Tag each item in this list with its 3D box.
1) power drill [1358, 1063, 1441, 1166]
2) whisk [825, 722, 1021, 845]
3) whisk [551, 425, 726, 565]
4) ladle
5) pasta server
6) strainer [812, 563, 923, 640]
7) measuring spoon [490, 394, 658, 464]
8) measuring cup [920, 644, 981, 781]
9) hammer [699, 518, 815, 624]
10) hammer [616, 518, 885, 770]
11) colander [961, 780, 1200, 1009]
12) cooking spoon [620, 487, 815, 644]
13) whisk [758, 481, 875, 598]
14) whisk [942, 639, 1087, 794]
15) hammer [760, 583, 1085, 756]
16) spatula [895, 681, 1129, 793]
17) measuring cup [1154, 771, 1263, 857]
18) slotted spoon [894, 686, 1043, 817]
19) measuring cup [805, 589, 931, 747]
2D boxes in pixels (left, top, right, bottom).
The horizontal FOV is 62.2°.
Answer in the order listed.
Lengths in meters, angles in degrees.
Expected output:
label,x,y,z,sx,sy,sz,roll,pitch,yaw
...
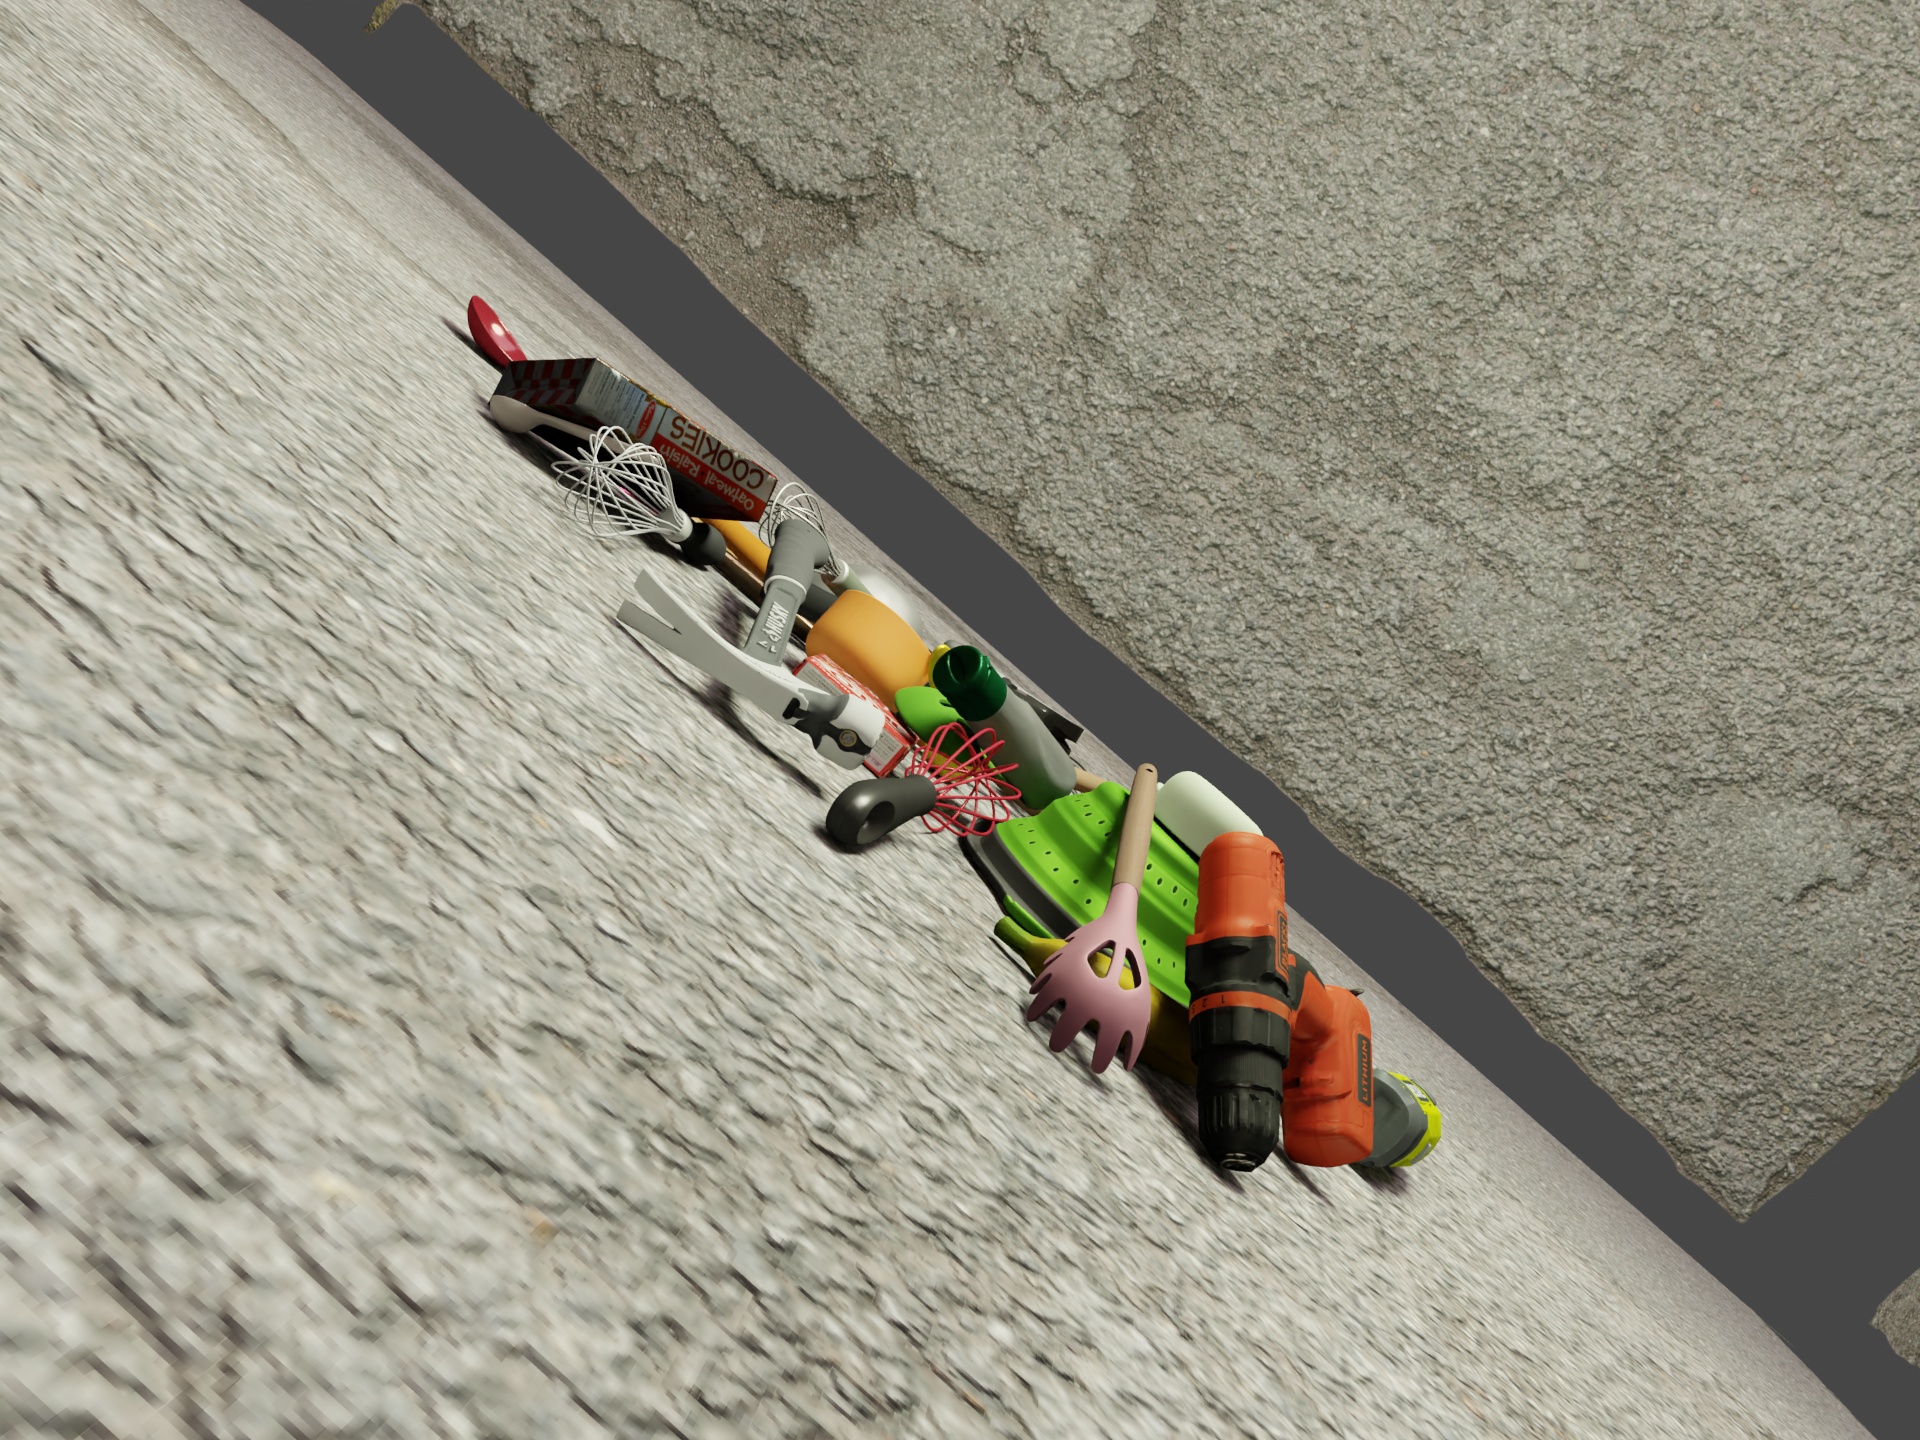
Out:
label,x,y,z,sx,sy,sz,roll,pitch,yaw
power drill,0.263,0.236,1.183,0.229,0.080,0.190,47,8,27
whisk,-0.019,0.041,0.894,0.073,0.073,0.296,42,11,9
whisk,-0.204,-0.140,1.077,0.070,0.070,0.284,42,1,7
ladle,-0.295,-0.231,1.298,0.315,0.031,0.069,43,6,6
pasta server,0.088,0.090,0.869,0.060,0.040,0.316,27,22,1
strainer,-0.054,-0.073,1.456,0.257,0.069,0.151,43,6,34
measuring spoon,-0.259,-0.187,1.058,0.124,0.018,0.034,20,-10,8
measuring cup,-0.002,-0.004,1.142,0.029,0.062,0.156,50,-14,27
hammer,-0.215,-0.176,1.362,0.337,0.034,0.127,43,7,22
hammer,-0.117,-0.079,1.003,0.149,0.036,0.409,31,13,-11
colander,0.117,0.104,1.107,0.204,0.094,0.397,41,6,5
cooking spoon,-0.184,-0.124,1.247,0.319,0.017,0.069,41,5,-2
whisk,-0.106,-0.126,1.307,0.058,0.059,0.246,15,-12,20
whisk,0.056,0.009,1.498,0.238,0.055,0.055,50,1,-28
hammer,-0.032,-0.049,1.286,0.334,0.035,0.146,26,7,-45
spatula,0.042,0.015,1.267,0.317,0.044,0.082,23,-19,-38
measuring cup,0.157,0.055,1.053,0.083,0.038,0.168,40,9,-9
slotted spoon,0.039,0.046,1.170,0.070,0.031,0.313,57,9,33
measuring cup,-0.060,-0.018,1.154,0.095,0.052,0.173,29,-26,31
